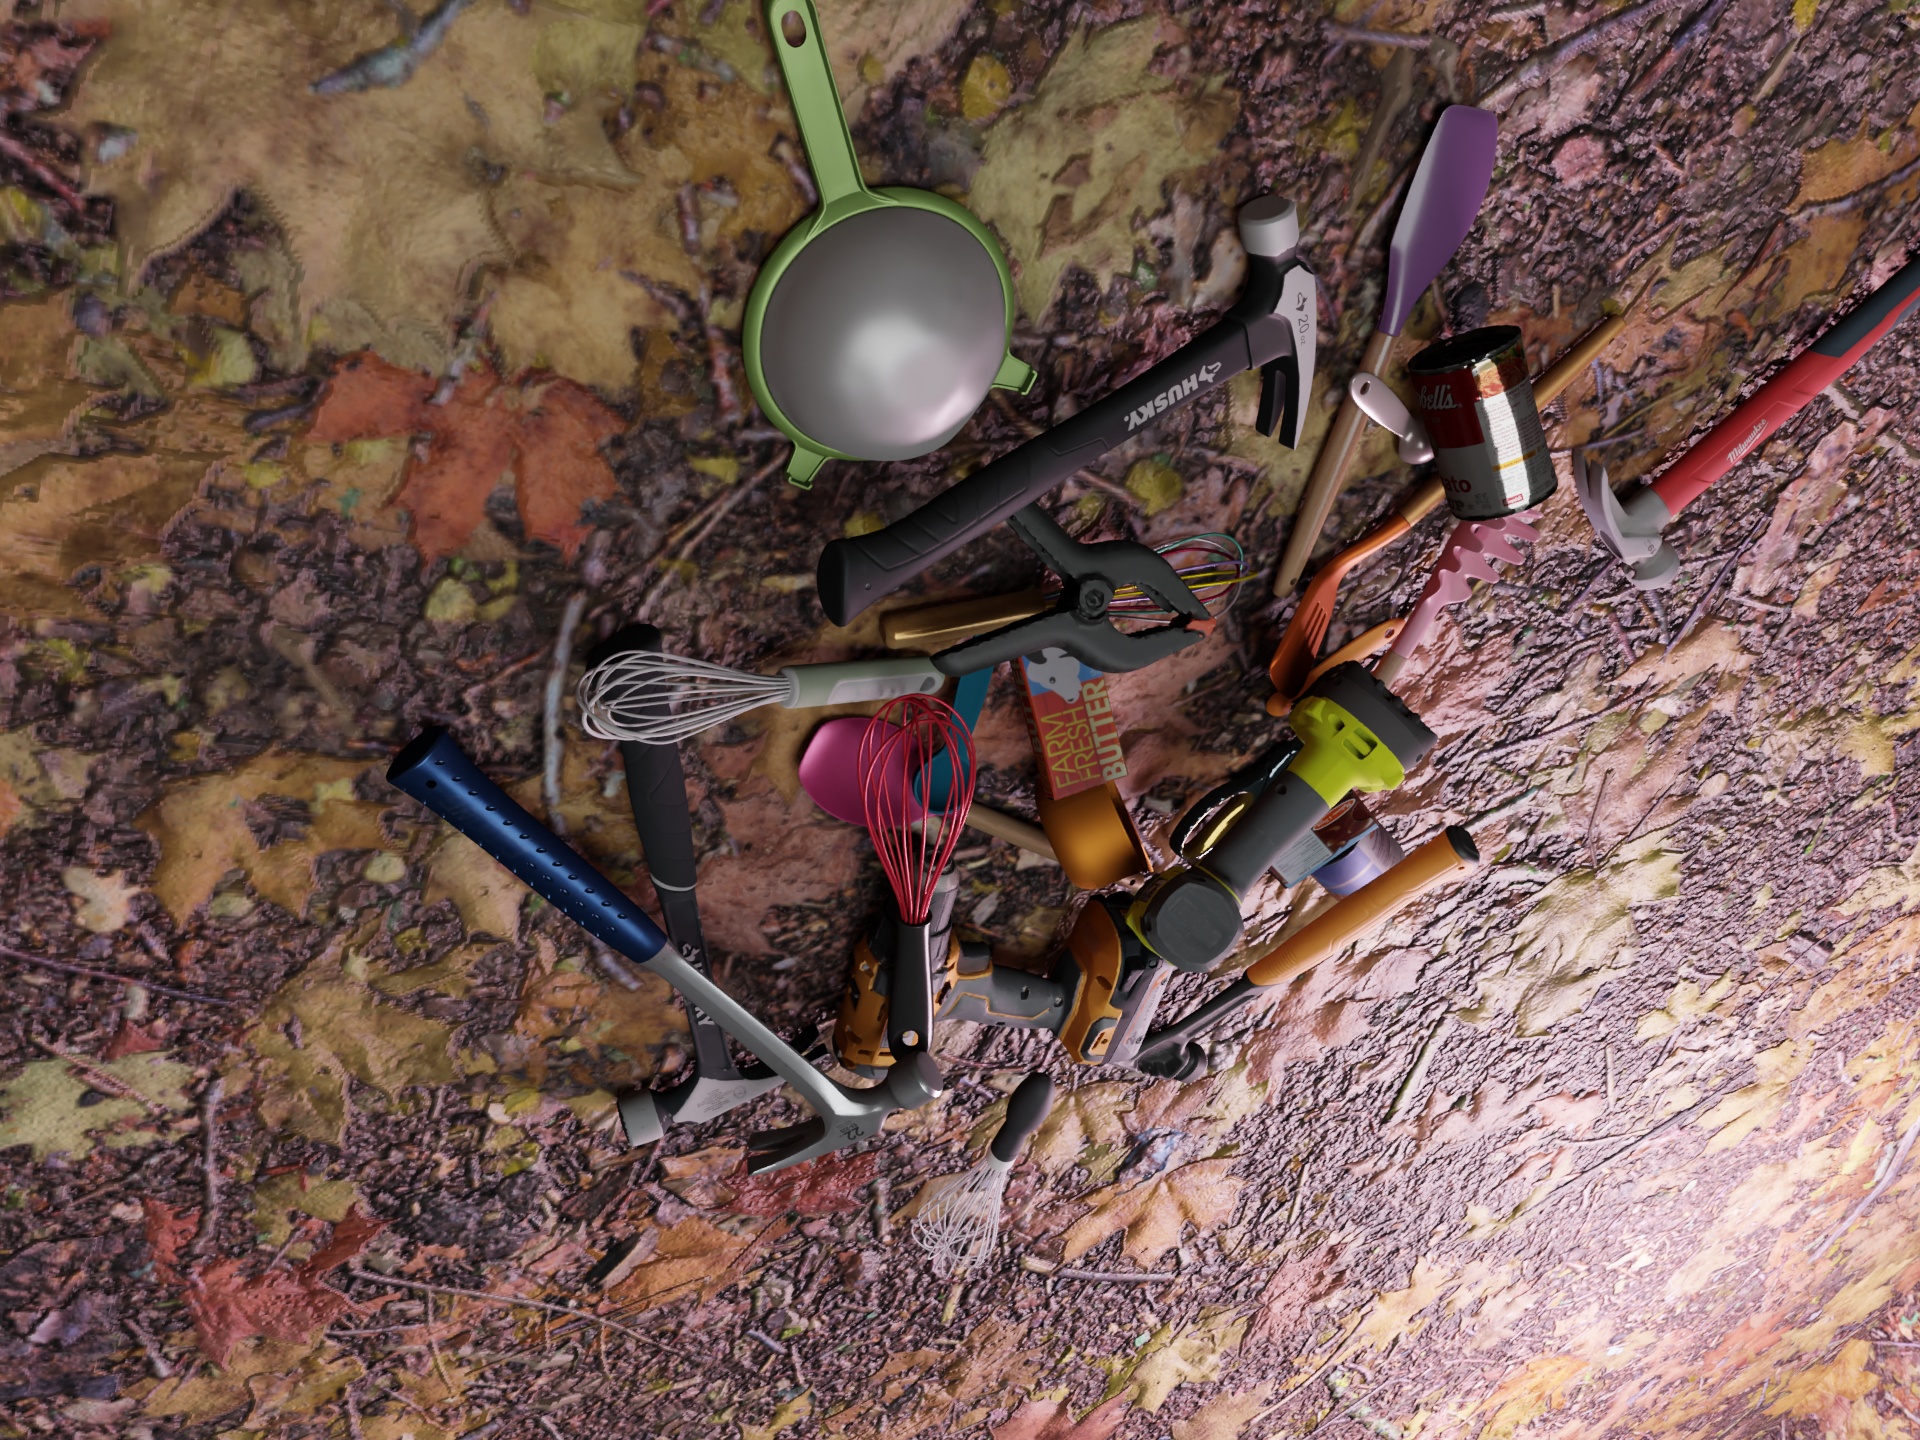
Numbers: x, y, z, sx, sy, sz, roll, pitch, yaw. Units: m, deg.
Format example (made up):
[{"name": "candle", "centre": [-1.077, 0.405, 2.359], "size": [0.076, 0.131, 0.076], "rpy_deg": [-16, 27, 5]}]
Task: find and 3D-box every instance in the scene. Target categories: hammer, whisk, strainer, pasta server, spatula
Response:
[{"name": "hammer", "centre": [0.064, -0.148, 0.878], "size": [0.335, 0.035, 0.146], "rpy_deg": [-34, 134, -15]}, {"name": "hammer", "centre": [-0.185, 0.149, 0.969], "size": [0.144, 0.035, 0.405], "rpy_deg": [-33, 122, 16]}, {"name": "whisk", "centre": [-0.029, 0.107, 1.000], "size": [0.073, 0.073, 0.295], "rpy_deg": [-11, 125, -19]}, {"name": "hammer", "centre": [0.246, 0.179, 1.206], "size": [0.127, 0.034, 0.337], "rpy_deg": [23, 129, -37]}, {"name": "whisk", "centre": [0.071, -0.075, 0.975], "size": [0.245, 0.047, 0.051], "rpy_deg": [-11, 130, -15]}, {"name": "strainer", "centre": [-0.042, -0.226, 0.779], "size": [0.151, 0.069, 0.256], "rpy_deg": [-25, 134, -8]}, {"name": "pasta server", "centre": [0.301, -0.021, 1.124], "size": [0.060, 0.040, 0.316], "rpy_deg": [5, 121, -45]}, {"name": "spatula", "centre": [0.316, -0.143, 1.046], "size": [0.322, 0.041, 0.081], "rpy_deg": [-43, 154, 7]}, {"name": "whisk", "centre": [0.024, 0.354, 1.242], "size": [0.070, 0.070, 0.284], "rpy_deg": [-3, 139, -25]}, {"name": "hammer", "centre": [-0.172, 0.113, 1.003], "size": [0.149, 0.036, 0.408], "rpy_deg": [-16, 130, -16]}, {"name": "whisk", "centre": [-0.105, -0.018, 0.902], "size": [0.246, 0.059, 0.057], "rpy_deg": [-6, 134, -41]}, {"name": "spatula", "centre": [0.253, -0.214, 0.974], "size": [0.059, 0.018, 0.315], "rpy_deg": [-2, 125, -30]}, {"name": "hammer", "centre": [0.597, -0.261, 1.098], "size": [0.386, 0.038, 0.143], "rpy_deg": [-42, 131, 9]}]

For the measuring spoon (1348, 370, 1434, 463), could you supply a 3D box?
[{"name": "measuring spoon", "centre": [0.272, -0.187, 0.986], "size": [0.124, 0.018, 0.034], "rpy_deg": [18, 109, -51]}]

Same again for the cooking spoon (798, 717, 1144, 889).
[{"name": "cooking spoon", "centre": [0.019, 0.068, 1.074], "size": [0.318, 0.017, 0.069], "rpy_deg": [25, 95, -38]}]

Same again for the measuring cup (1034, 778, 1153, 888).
[{"name": "measuring cup", "centre": [0.096, 0.084, 1.099], "size": [0.052, 0.095, 0.173], "rpy_deg": [-23, 154, 7]}]

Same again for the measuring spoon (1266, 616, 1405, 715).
[{"name": "measuring spoon", "centre": [0.267, -0.037, 1.123], "size": [0.117, 0.011, 0.021], "rpy_deg": [-33, 133, 0]}]

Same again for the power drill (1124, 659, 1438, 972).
[{"name": "power drill", "centre": [0.201, 0.070, 1.059], "size": [0.223, 0.080, 0.171], "rpy_deg": [-46, 177, -3]}]

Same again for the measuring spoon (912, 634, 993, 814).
[{"name": "measuring spoon", "centre": [-0.002, -0.003, 1.004], "size": [0.042, 0.021, 0.128], "rpy_deg": [10, 104, -26]}]

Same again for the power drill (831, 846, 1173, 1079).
[{"name": "power drill", "centre": [0.033, 0.167, 1.122], "size": [0.226, 0.084, 0.185], "rpy_deg": [2, 124, -22]}]
